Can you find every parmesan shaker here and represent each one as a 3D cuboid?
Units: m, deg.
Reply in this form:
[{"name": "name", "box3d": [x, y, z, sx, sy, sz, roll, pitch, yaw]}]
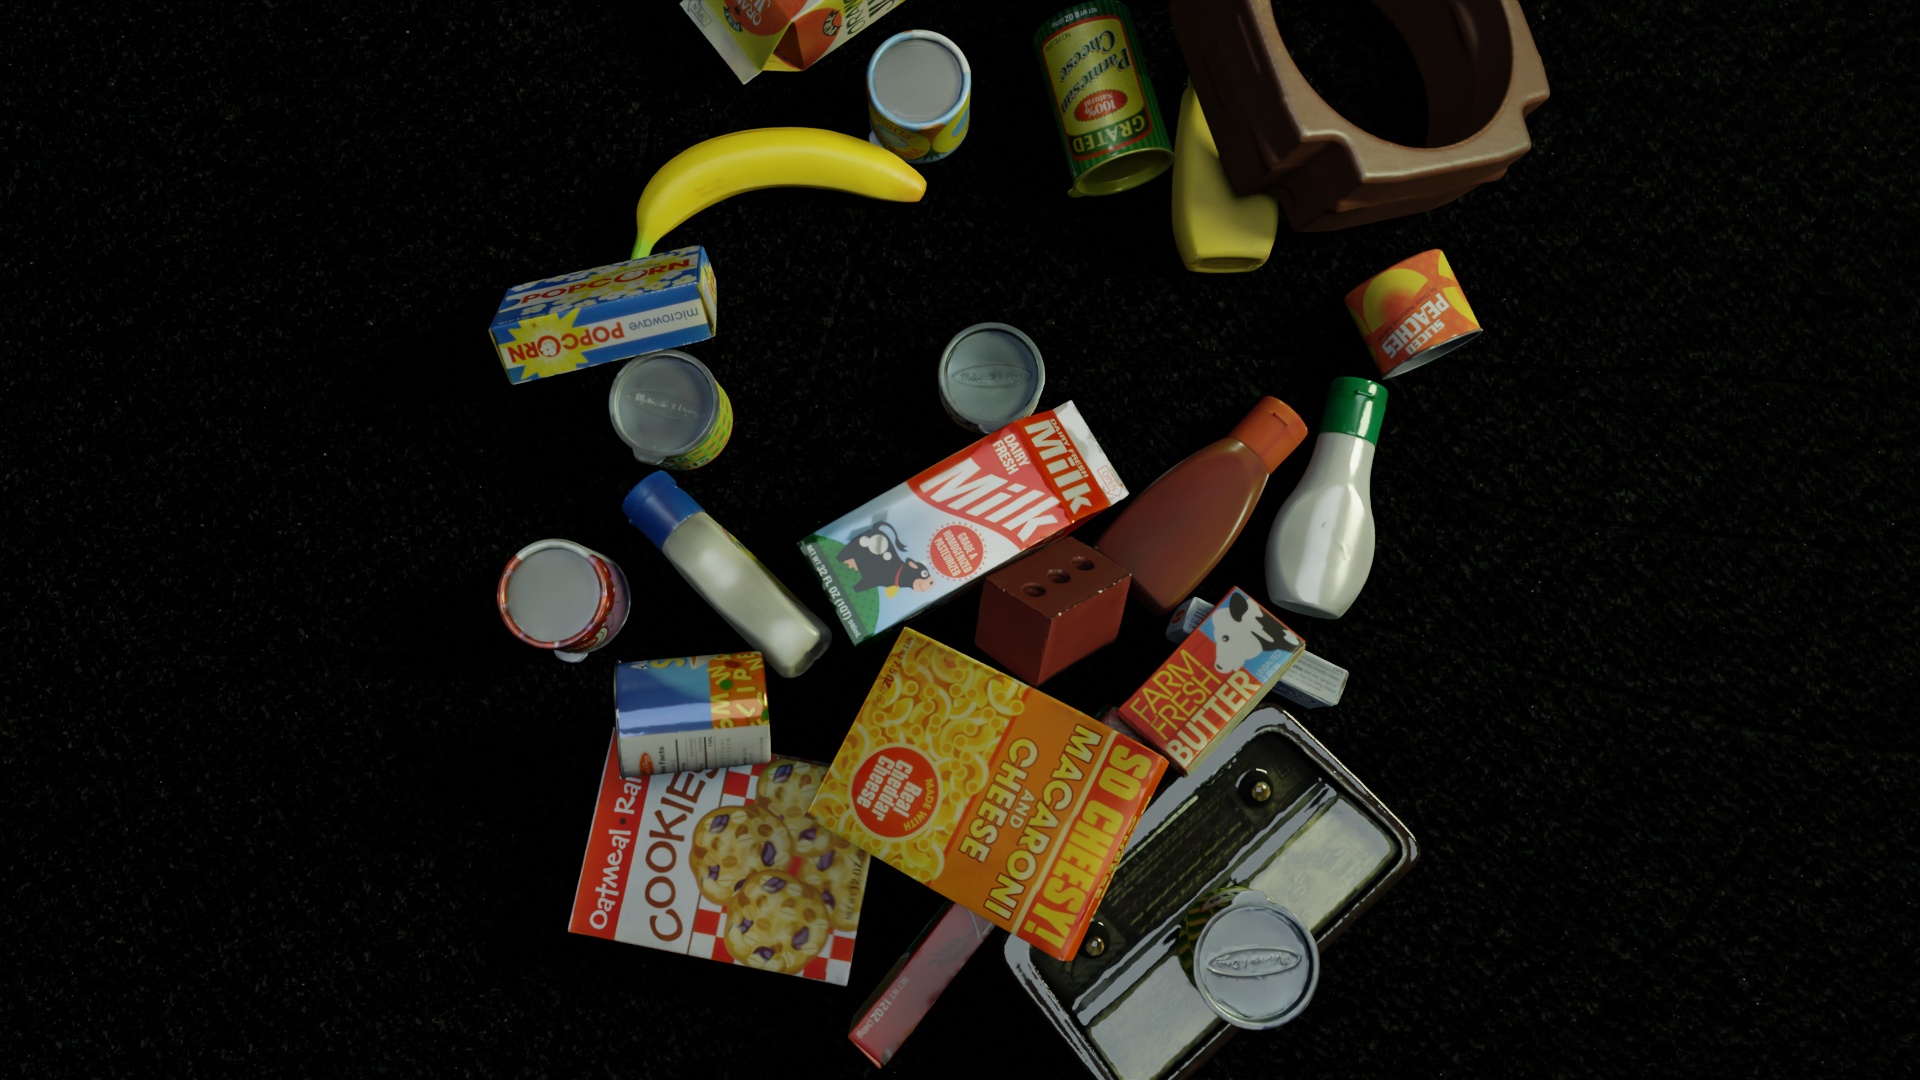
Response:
[{"name": "parmesan shaker", "box3d": [0.087, -0.279, 0.883, 0.071, 0.071, 0.103, -15, 83, -2]}]

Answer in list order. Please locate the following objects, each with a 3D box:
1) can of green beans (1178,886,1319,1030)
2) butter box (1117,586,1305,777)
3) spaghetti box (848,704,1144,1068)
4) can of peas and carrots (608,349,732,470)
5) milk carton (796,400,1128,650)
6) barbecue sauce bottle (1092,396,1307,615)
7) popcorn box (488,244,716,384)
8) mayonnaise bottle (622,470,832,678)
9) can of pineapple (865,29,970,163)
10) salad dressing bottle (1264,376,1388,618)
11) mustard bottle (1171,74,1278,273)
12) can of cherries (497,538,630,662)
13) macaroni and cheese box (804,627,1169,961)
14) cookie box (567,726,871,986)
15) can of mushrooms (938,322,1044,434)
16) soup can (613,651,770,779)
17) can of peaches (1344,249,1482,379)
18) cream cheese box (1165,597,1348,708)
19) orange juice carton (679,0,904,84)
[{"name": "can of green beans", "box3d": [0.154, 0.223, 0.750, 0.071, 0.058, 0.071, 0, 83, 0]}, {"name": "butter box", "box3d": [0.144, 0.081, 0.795, 0.103, 0.024, 0.053, -45, 66, -6]}, {"name": "spaghetti box", "box3d": [0.024, 0.200, 0.828, 0.029, 0.050, 0.250, 40, 84, 3]}, {"name": "can of peas and carrots", "box3d": [-0.177, -0.077, 0.856, 0.071, 0.058, 0.071, 0, 84, 0]}, {"name": "milk carton", "box3d": [0.003, -0.011, 0.843, 0.191, 0.073, 0.072, -30, 84, -5]}, {"name": "barbecue sauce bottle", "box3d": [0.153, -0.026, 0.862, 0.065, 0.043, 0.149, 43, 84, 8]}, {"name": "popcorn box", "box3d": [-0.214, -0.140, 0.849, 0.127, 0.085, 0.038, -13, 119, -2]}, {"name": "mayonnaise bottle", "box3d": [-0.143, 0.020, 0.844, 0.148, 0.064, 0.041, 44, 84, 8]}, {"name": "can of pineapple", "box3d": [-0.027, -0.280, 0.885, 0.071, 0.058, 0.071, 0, 83, -1]}, {"name": "salad dressing bottle", "box3d": [0.232, -0.027, 0.864, 0.064, 0.044, 0.148, 16, 82, 2]}, {"name": "mustard bottle", "box3d": [0.168, -0.253, 0.889, 0.065, 0.048, 0.160, 1, 82, -4]}, {"name": "can of cherries", "box3d": [-0.239, 0.037, 0.841, 0.071, 0.058, 0.071, 0, 82, -1]}, {"name": "macaroni and cheese box", "box3d": [0.015, 0.140, 0.780, 0.166, 0.040, 0.124, 25, 81, 20]}, {"name": "cookie box", "box3d": [-0.137, 0.186, 0.833, 0.167, 0.040, 0.123, 11, 82, 0]}, {"name": "can of mushrooms", "box3d": [0.019, -0.099, 0.874, 0.071, 0.033, 0.071, 0, 83, -1]}, {"name": "soup can", "box3d": [-0.154, 0.097, 0.796, 0.084, 0.071, 0.071, -4, 83, -11]}, {"name": "can of peaches", "box3d": [0.281, -0.141, 0.865, 0.071, 0.071, 0.058, -23, 83, -3]}, {"name": "cream cheese box", "box3d": [0.179, 0.070, 0.845, 0.104, 0.053, 0.024, 26, 82, 2]}, {"name": "orange juice carton", "box3d": [-0.081, -0.372, 0.888, 0.193, 0.073, 0.072, -36, 85, -4]}]
